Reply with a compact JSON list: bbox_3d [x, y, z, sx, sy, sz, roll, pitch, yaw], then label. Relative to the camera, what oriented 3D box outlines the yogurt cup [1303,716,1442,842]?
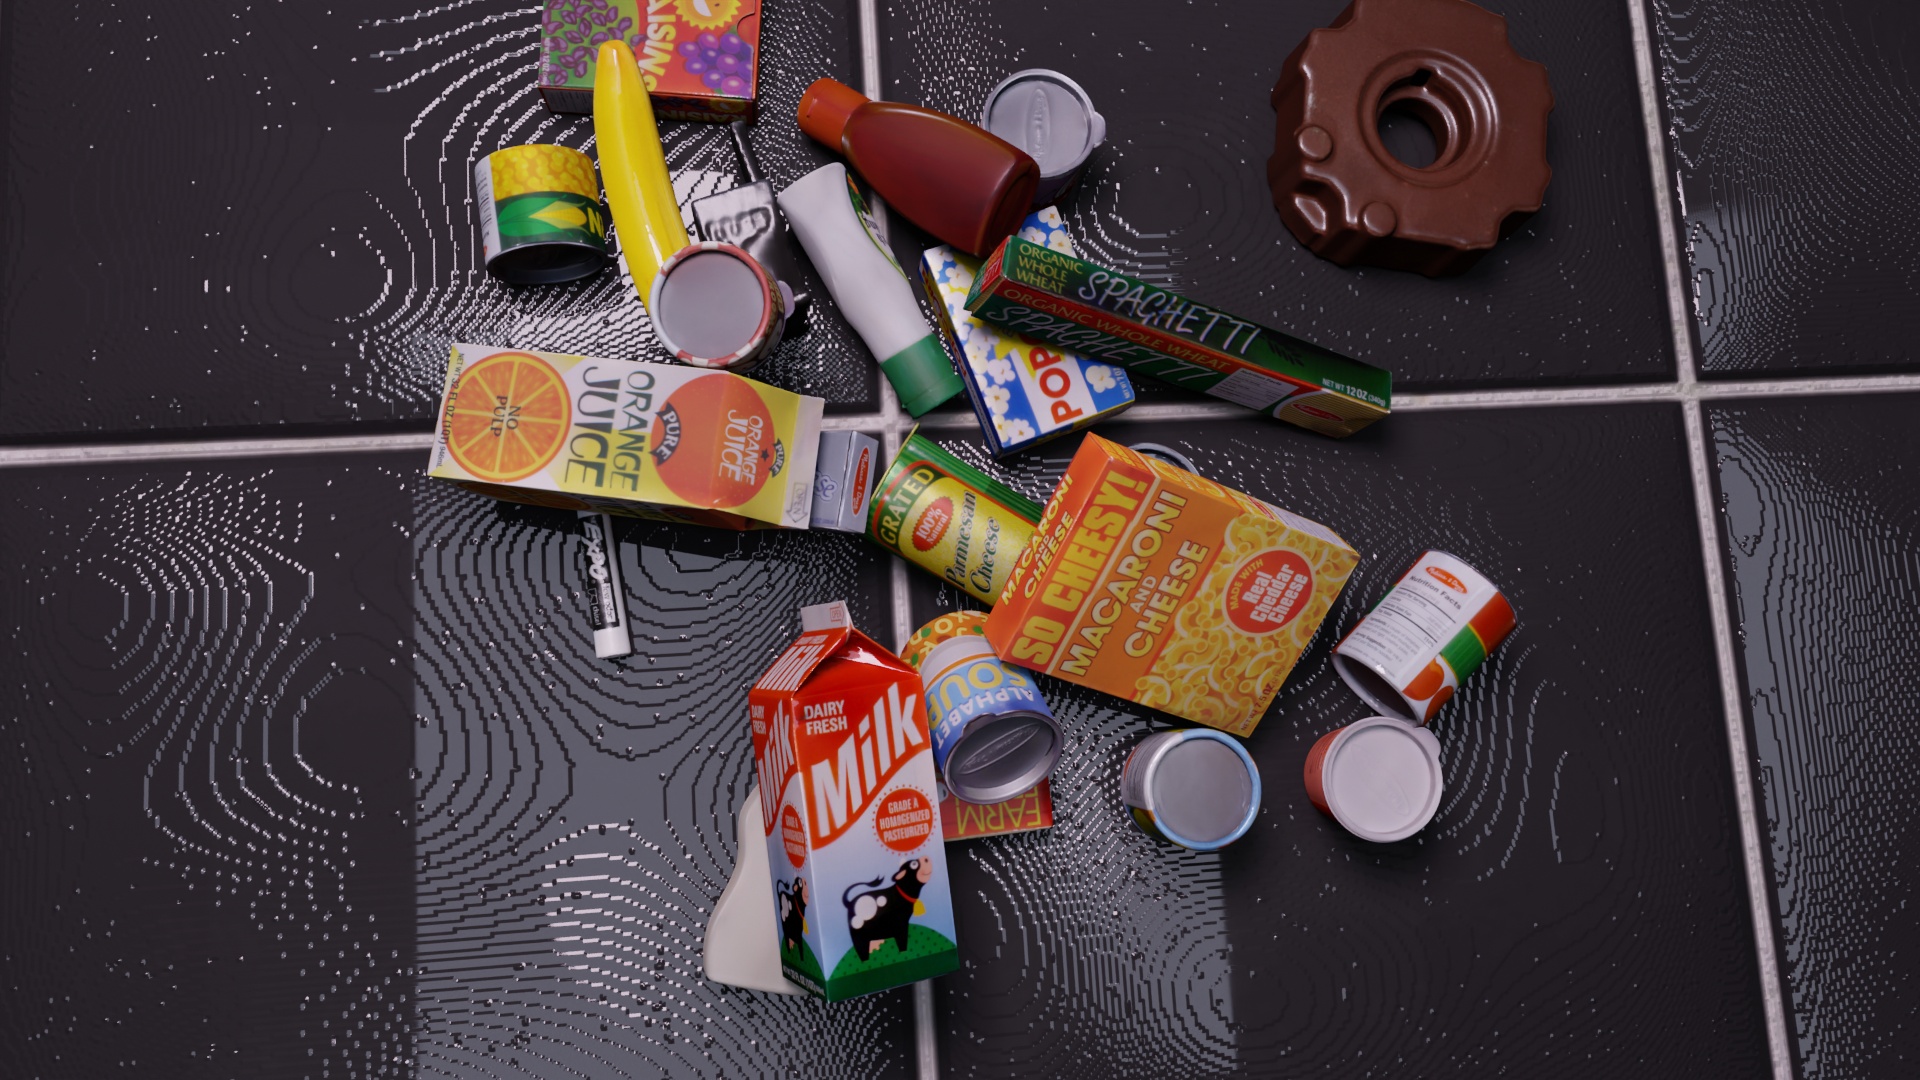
[{"bbox_3d":[0.229,0.134,0.785,0.072,0.054,0.072,1,82,-6],"label":"yogurt cup"}]

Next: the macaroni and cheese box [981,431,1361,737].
[{"bbox_3d":[0.112,0.027,0.743,0.166,0.040,0.123,19,108,-25],"label":"macaroni and cheese box"}]

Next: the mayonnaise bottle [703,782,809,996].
[{"bbox_3d":[-0.094,0.166,0.753,0.065,0.041,0.148,14,79,-11],"label":"mayonnaise bottle"}]

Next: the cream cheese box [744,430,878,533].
[{"bbox_3d":[-0.096,-0.032,0.760,0.104,0.024,0.053,3,80,34],"label":"cream cheese box"}]

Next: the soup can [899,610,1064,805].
[{"bbox_3d":[0.008,0.086,0.741,0.071,0.071,0.084,-20,42,-8],"label":"soup can"}]

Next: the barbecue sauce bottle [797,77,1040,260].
[{"bbox_3d":[-0.028,-0.218,0.788,0.149,0.044,0.064,34,110,24],"label":"barbecue sauce bottle"}]

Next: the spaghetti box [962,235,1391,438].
[{"bbox_3d":[0.126,-0.111,0.781,0.250,0.050,0.029,16,69,-18],"label":"spaghetti box"}]

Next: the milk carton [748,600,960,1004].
[{"bbox_3d":[-0.058,0.127,0.709,0.073,0.072,0.190,-6,87,-26],"label":"milk carton"}]

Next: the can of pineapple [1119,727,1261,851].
[{"bbox_3d":[0.129,0.138,0.771,0.071,0.058,0.071,1,82,-6],"label":"can of pineapple"}]

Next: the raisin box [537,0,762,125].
[{"bbox_3d":[-0.179,-0.293,0.810,0.123,0.040,0.086,2,81,-6],"label":"raisin box"}]

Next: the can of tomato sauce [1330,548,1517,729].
[{"bbox_3d":[0.265,0.058,0.795,0.083,0.071,0.071,-44,89,-9],"label":"can of tomato sauce"}]

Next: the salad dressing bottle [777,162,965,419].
[{"bbox_3d":[-0.049,-0.141,0.794,0.044,0.064,0.147,-30,94,2],"label":"salad dressing bottle"}]

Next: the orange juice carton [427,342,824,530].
[{"bbox_3d":[-0.169,-0.051,0.729,0.193,0.073,0.072,7,82,7],"label":"orange juice carton"}]

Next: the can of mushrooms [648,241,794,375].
[{"bbox_3d":[-0.124,-0.121,0.723,0.071,0.033,0.071,0,88,6],"label":"can of mushrooms"}]

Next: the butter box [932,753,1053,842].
[{"bbox_3d":[-0.002,0.140,0.774,0.103,0.024,0.053,-6,83,-7],"label":"butter box"}]

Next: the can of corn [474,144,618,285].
[{"bbox_3d":[-0.231,-0.181,0.776,0.071,0.071,0.058,-9,83,-7],"label":"can of corn"}]

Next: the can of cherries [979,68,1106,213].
[{"bbox_3d":[0.045,-0.232,0.816,0.071,0.058,0.071,1,81,-6],"label":"can of cherries"}]

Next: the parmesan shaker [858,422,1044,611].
[{"bbox_3d":[0.003,-0.010,0.774,0.103,0.071,0.071,30,80,-1],"label":"parmesan shaker"}]

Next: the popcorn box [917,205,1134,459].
[{"bbox_3d":[0.038,-0.120,0.809,0.085,0.038,0.127,-21,85,-8],"label":"popcorn box"}]

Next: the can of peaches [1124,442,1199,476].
[{"bbox_3d":[0.103,-0.018,0.791,0.071,0.058,0.071,1,81,-6],"label":"can of peaches"}]
